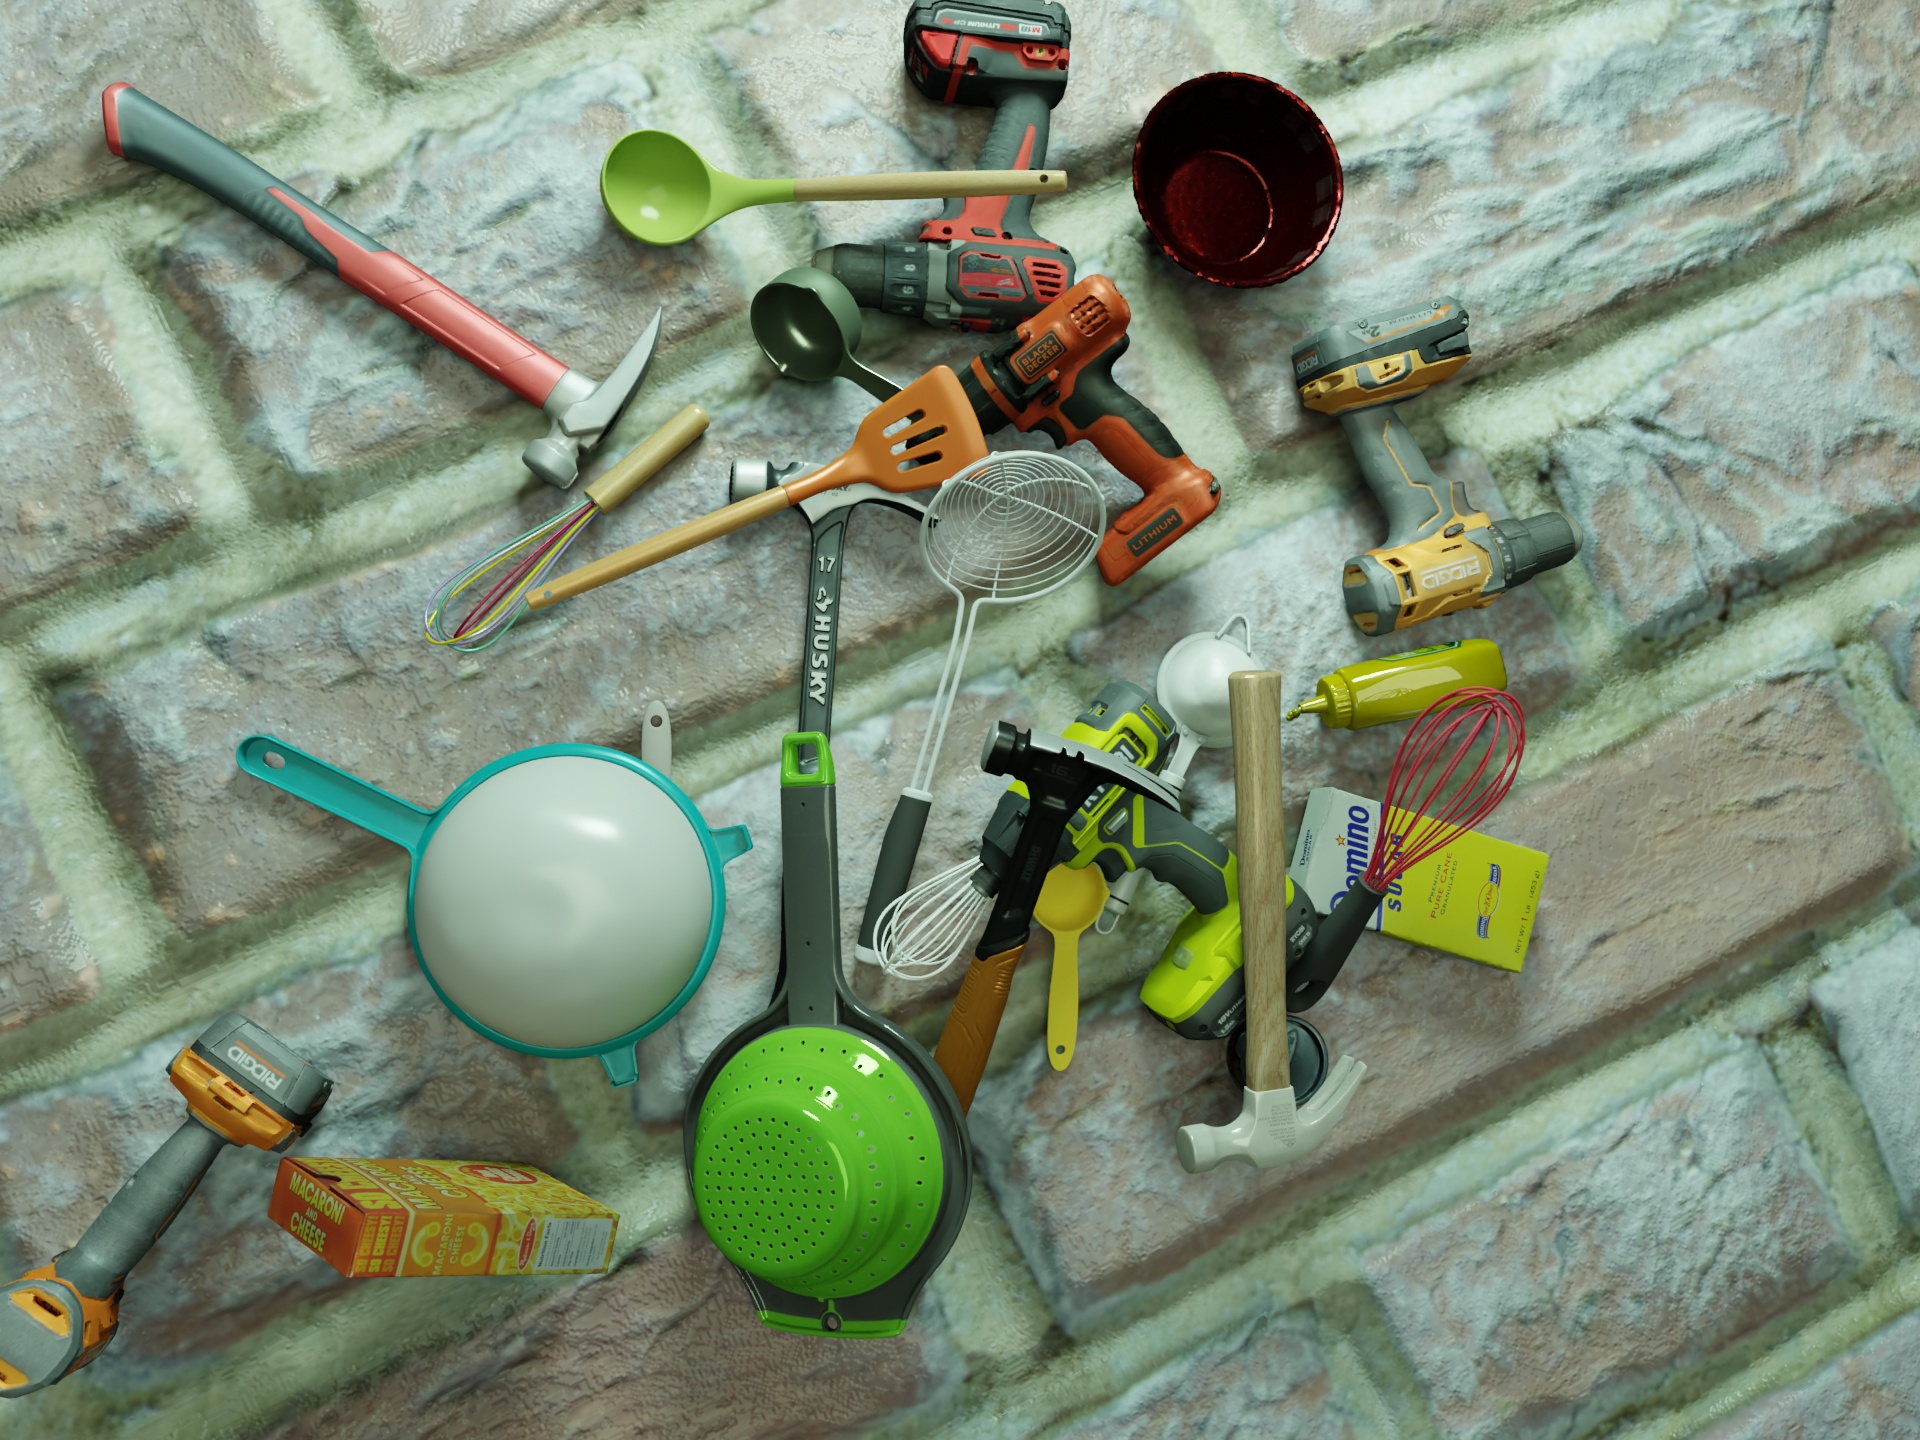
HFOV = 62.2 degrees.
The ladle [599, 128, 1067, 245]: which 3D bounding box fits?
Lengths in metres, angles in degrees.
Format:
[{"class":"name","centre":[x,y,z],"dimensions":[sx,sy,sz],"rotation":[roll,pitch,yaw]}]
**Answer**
[{"class":"ladle","centre":[-0.089,-0.362,1.074],"dimensions":[0.320,0.062,0.078],"rotation":[2,94,12]}]

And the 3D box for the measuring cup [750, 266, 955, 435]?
[{"class":"measuring cup","centre":[-0.067,-0.253,1.105],"dimensions":[0.167,0.083,0.038],"rotation":[33,51,0]}]

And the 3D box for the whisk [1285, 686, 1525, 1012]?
[{"class":"whisk","centre":[0.291,0.097,1.079],"dimensions":[0.073,0.073,0.295],"rotation":[20,123,-8]}]

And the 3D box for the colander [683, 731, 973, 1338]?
[{"class":"colander","centre":[-0.106,0.205,1.014],"dimensions":[0.204,0.094,0.397],"rotation":[-3,87,18]}]

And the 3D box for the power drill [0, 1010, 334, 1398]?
[{"class":"power drill","centre":[-0.489,0.292,0.966],"dimensions":[0.084,0.164,0.226],"rotation":[38,68,-5]}]

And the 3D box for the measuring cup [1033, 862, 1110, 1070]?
[{"class":"measuring cup","centre":[0.070,0.169,1.130],"dimensions":[0.062,0.029,0.156],"rotation":[1,96,-15]}]

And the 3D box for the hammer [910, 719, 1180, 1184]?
[{"class":"hammer","centre":[0.028,0.167,1.038],"dimensions":[0.127,0.034,0.336],"rotation":[18,110,-4]}]

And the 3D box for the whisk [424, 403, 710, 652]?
[{"class":"whisk","centre":[-0.264,-0.132,1.083],"dimensions":[0.245,0.047,0.051],"rotation":[-43,108,-14]}]

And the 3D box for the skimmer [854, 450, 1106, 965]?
[{"class":"skimmer","centre":[-0.002,-0.003,1.076],"dimensions":[0.127,0.090,0.363],"rotation":[16,90,-26]}]

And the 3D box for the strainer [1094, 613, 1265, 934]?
[{"class":"strainer","centre":[0.157,0.037,1.144],"dimensions":[0.087,0.050,0.258],"rotation":[26,85,-5]}]

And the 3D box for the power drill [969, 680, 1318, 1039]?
[{"class":"power drill","centre":[0.124,0.107,1.086],"dimensions":[0.171,0.080,0.223],"rotation":[-47,108,-8]}]

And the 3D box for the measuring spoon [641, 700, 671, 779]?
[{"class":"measuring spoon","centre":[-0.209,0.048,1.089],"dimensions":[0.034,0.018,0.124],"rotation":[0,86,-10]}]

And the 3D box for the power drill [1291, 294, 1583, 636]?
[{"class":"power drill","centre":[0.355,-0.191,1.177],"dimensions":[0.185,0.084,0.226],"rotation":[-17,93,-11]}]

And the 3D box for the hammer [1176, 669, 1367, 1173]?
[{"class":"hammer","centre":[0.203,0.132,1.057],"dimensions":[0.130,0.031,0.331],"rotation":[-4,95,-16]}]

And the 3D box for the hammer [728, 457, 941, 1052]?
[{"class":"hammer","centre":[-0.097,0.025,1.104],"dimensions":[0.149,0.036,0.409],"rotation":[4,85,-10]}]

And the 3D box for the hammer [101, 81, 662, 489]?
[{"class":"hammer","centre":[-0.393,-0.320,1.077],"dimensions":[0.386,0.038,0.143],"rotation":[33,80,-6]}]

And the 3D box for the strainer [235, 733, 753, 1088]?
[{"class":"strainer","centre":[-0.318,0.091,1.022],"dimensions":[0.340,0.095,0.211],"rotation":[26,87,-4]}]

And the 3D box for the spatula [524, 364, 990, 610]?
[{"class":"spatula","centre":[-0.138,-0.142,1.067],"dimensions":[0.322,0.041,0.081],"rotation":[-25,101,-11]}]

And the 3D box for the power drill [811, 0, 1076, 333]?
[{"class":"power drill","centre":[-0.009,-0.391,1.131],"dimensions":[0.188,0.080,0.227],"rotation":[3,89,-7]}]

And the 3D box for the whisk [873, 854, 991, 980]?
[{"class":"whisk","centre":[0.034,0.091,1.105],"dimensions":[0.246,0.059,0.058],"rotation":[-41,77,-21]}]
